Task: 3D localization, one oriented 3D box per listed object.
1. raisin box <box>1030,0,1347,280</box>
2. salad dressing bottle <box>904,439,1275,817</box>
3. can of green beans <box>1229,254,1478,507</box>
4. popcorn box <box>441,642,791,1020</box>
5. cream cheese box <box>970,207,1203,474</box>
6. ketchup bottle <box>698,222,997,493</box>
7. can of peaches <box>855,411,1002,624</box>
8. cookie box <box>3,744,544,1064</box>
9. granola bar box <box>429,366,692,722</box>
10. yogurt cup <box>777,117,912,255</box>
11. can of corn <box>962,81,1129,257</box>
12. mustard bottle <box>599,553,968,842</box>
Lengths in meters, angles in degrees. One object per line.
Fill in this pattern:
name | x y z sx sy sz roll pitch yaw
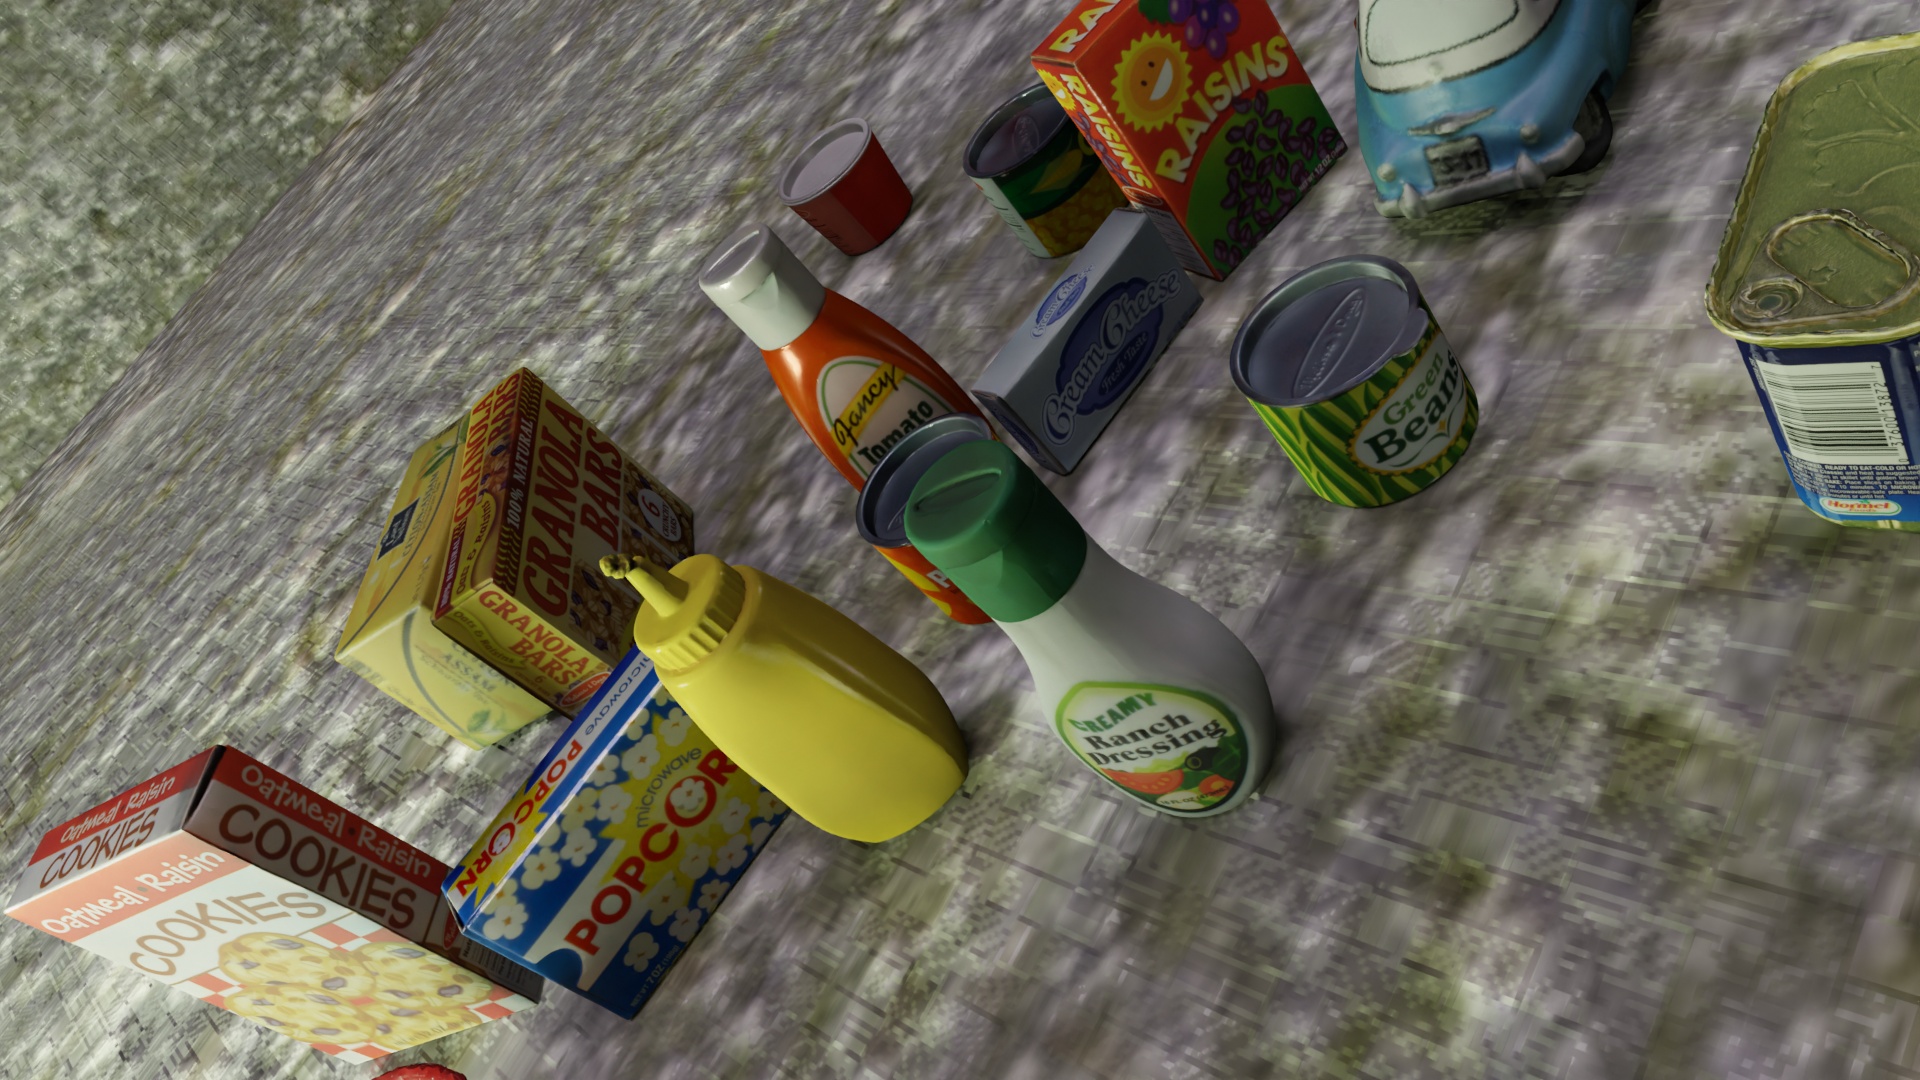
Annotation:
raisin box | 0.098 -0.184 0.582 0.086 0.123 0.040 -46 36 -2
salad dressing bottle | 0.040 0.029 0.407 0.064 0.147 0.044 -20 43 30
can of green beans | 0.135 -0.054 0.474 0.071 0.057 0.071 -26 40 24
popcorn box | -0.124 0.109 0.540 0.127 0.085 0.038 -53 37 -11
cream cheese box | 0.055 -0.083 0.584 0.104 0.053 0.024 -52 36 -10
ketchup bottle | -0.048 -0.070 0.590 0.064 0.148 0.044 -40 36 6
can of peaches | 0.002 -0.007 0.556 0.071 0.058 0.071 -26 40 24
cookie box | -0.272 0.154 0.569 0.122 0.167 0.040 -24 41 26
granola bar box | -0.182 0.009 0.662 0.039 0.124 0.166 -34 37 15
yogurt cup | -0.066 -0.207 0.822 0.072 0.054 0.073 -26 40 24
can of corn | 0.046 -0.185 0.688 0.071 0.058 0.071 -26 40 24
mustard bottle | -0.063 0.046 0.479 0.065 0.160 0.049 -37 36 11
